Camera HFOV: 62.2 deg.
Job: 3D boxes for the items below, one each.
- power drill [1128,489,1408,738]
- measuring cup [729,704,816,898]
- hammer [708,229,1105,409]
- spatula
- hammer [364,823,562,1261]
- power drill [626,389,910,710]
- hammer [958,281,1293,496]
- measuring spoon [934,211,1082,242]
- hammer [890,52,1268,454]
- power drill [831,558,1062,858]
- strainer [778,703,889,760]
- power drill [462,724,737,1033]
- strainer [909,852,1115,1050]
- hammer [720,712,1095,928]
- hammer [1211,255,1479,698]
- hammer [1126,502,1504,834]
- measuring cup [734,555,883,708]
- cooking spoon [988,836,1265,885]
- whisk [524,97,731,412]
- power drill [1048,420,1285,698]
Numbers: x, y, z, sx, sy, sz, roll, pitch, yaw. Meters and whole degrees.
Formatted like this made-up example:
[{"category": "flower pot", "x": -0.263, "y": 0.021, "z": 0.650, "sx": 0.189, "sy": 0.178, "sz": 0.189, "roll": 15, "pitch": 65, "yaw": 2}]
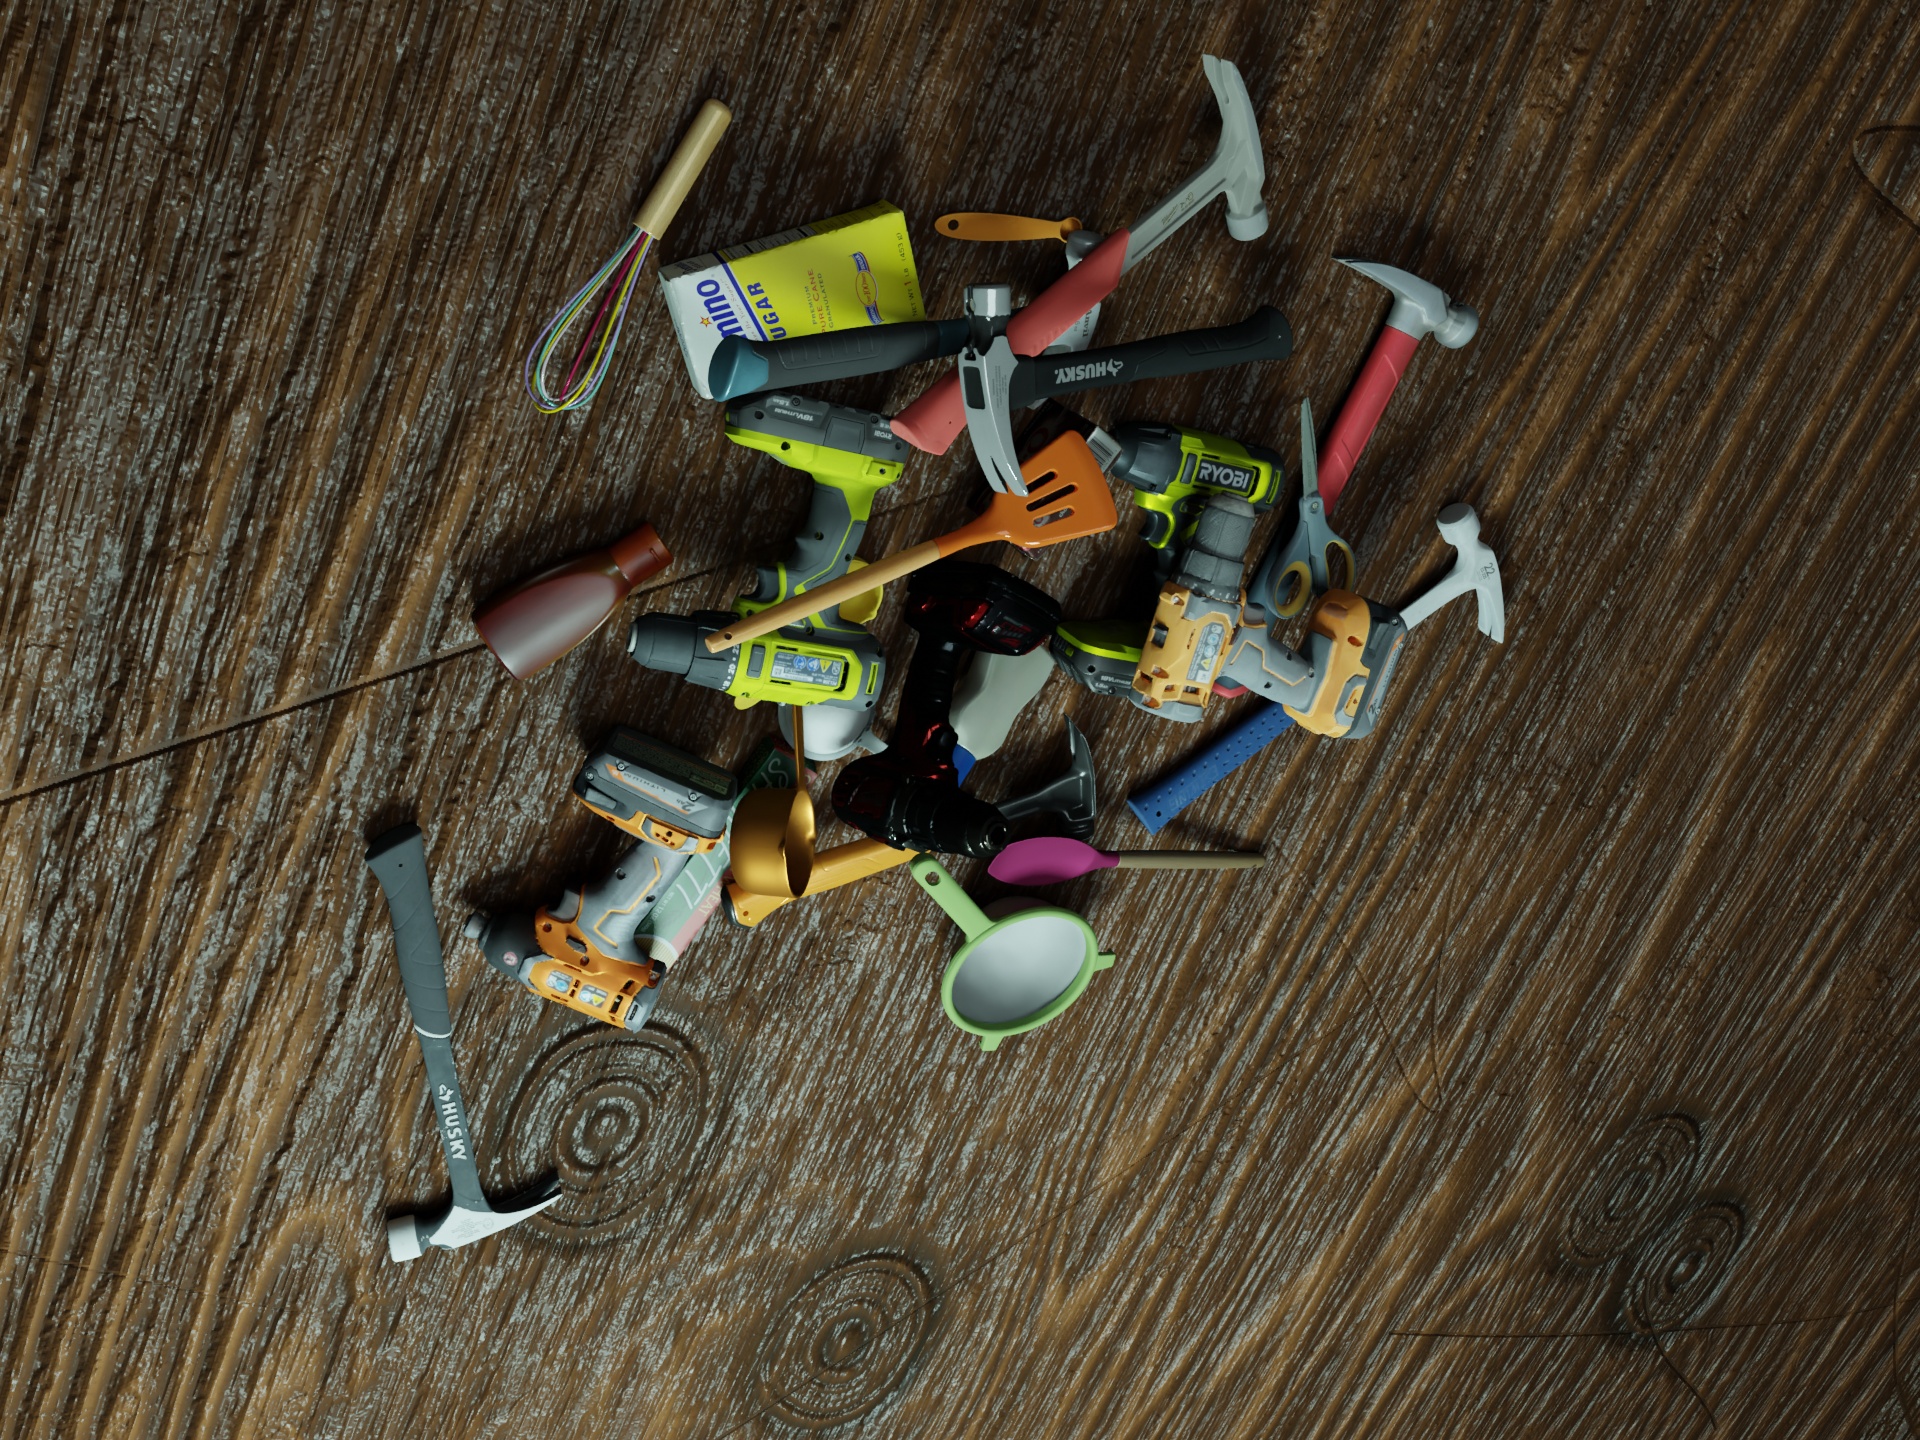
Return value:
[{"category": "power drill", "x": 0.257, "y": -0.081, "z": 1.305, "sx": 0.226, "sy": 0.084, "sz": 0.185, "roll": 9, "pitch": 104, "yaw": -30}, {"category": "measuring cup", "x": -0.151, "y": 0.055, "z": 1.265, "sx": 0.052, "sy": 0.095, "sz": 0.173, "roll": 0, "pitch": 92, "yaw": 10}, {"category": "hammer", "x": -0.032, "y": -0.274, "z": 1.148, "sx": 0.331, "sy": 0.033, "sz": 0.128, "roll": -17, "pitch": 130, "yaw": -33}, {"category": "spatula", "x": -0.037, "y": -0.119, "z": 1.161, "sx": 0.322, "sy": 0.041, "sz": 0.081, "roll": -25, "pitch": 93, "yaw": -19}, {"category": "hammer", "x": -0.426, "y": 0.269, "z": 1.309, "sx": 0.149, "sy": 0.036, "sz": 0.408, "roll": -10, "pitch": 117, "yaw": -18}, {"category": "power drill", "x": -0.137, "y": -0.126, "z": 1.181, "sx": 0.190, "sy": 0.080, "sz": 0.228, "roll": 9, "pitch": 99, "yaw": -22}, {"category": "hammer", "x": 0.134, "y": -0.263, "z": 1.185, "sx": 0.334, "sy": 0.035, "sz": 0.146, "roll": -18, "pitch": 115, "yaw": -37}, {"category": "measuring spoon", "x": 0.036, "y": -0.372, "z": 1.197, "sx": 0.117, "sy": 0.011, "sz": 0.021, "roll": -3, "pitch": 125, "yaw": -16}, {"category": "hammer", "x": 0.087, "y": -0.325, "z": 1.165, "sx": 0.359, "sy": 0.037, "sz": 0.148, "roll": -42, "pitch": 139, "yaw": -12}, {"category": "power drill", "x": -0.002, "y": -0.004, "z": 1.229, "sx": 0.080, "sy": 0.188, "sz": 0.227, "roll": 25, "pitch": 82, "yaw": -37}, {"category": "strainer", "x": -0.061, "y": 0.027, "z": 1.335, "sx": 0.258, "sy": 0.050, "sz": 0.087, "roll": 38, "pitch": 82, "yaw": -35}, {"category": "power drill", "x": -0.286, "y": 0.123, "z": 1.257, "sx": 0.164, "sy": 0.084, "sz": 0.226, "roll": 24, "pitch": 106, "yaw": -9}, {"category": "strainer", "x": 0.019, "y": 0.179, "z": 1.409, "sx": 0.151, "sy": 0.069, "sz": 0.256, "roll": -36, "pitch": 129, "yaw": 3}, {"category": "hammer", "x": -0.041, "y": 0.098, "z": 1.347, "sx": 0.337, "sy": 0.034, "sz": 0.127, "roll": -18, "pitch": 130, "yaw": -14}, {"category": "hammer", "x": 0.296, "y": -0.199, "z": 1.365, "sx": 0.143, "sy": 0.038, "sz": 0.386, "roll": 18, "pitch": 107, "yaw": -26}, {"category": "hammer", "x": 0.330, "y": -0.027, "z": 1.463, "sx": 0.405, "sy": 0.035, "sz": 0.144, "roll": -36, "pitch": 122, "yaw": -2}, {"category": "measuring cup", "x": -0.127, "y": -0.070, "z": 1.269, "sx": 0.156, "sy": 0.029, "sz": 0.062, "roll": -45, "pitch": 122, "yaw": 6}, {"category": "cooking spoon", "x": 0.160, "y": 0.126, "z": 1.449, "sx": 0.318, "sy": 0.017, "sz": 0.068, "roll": 4, "pitch": 136, "yaw": -34}, {"category": "whisk", "x": -0.226, "y": -0.318, "z": 1.101, "sx": 0.051, "sy": 0.047, "sz": 0.245, "roll": 29, "pitch": 98, "yaw": -29}, {"category": "power drill", "x": 0.160, "y": -0.134, "z": 1.324, "sx": 0.171, "sy": 0.080, "sz": 0.223, "roll": 8, "pitch": 107, "yaw": -25}]
